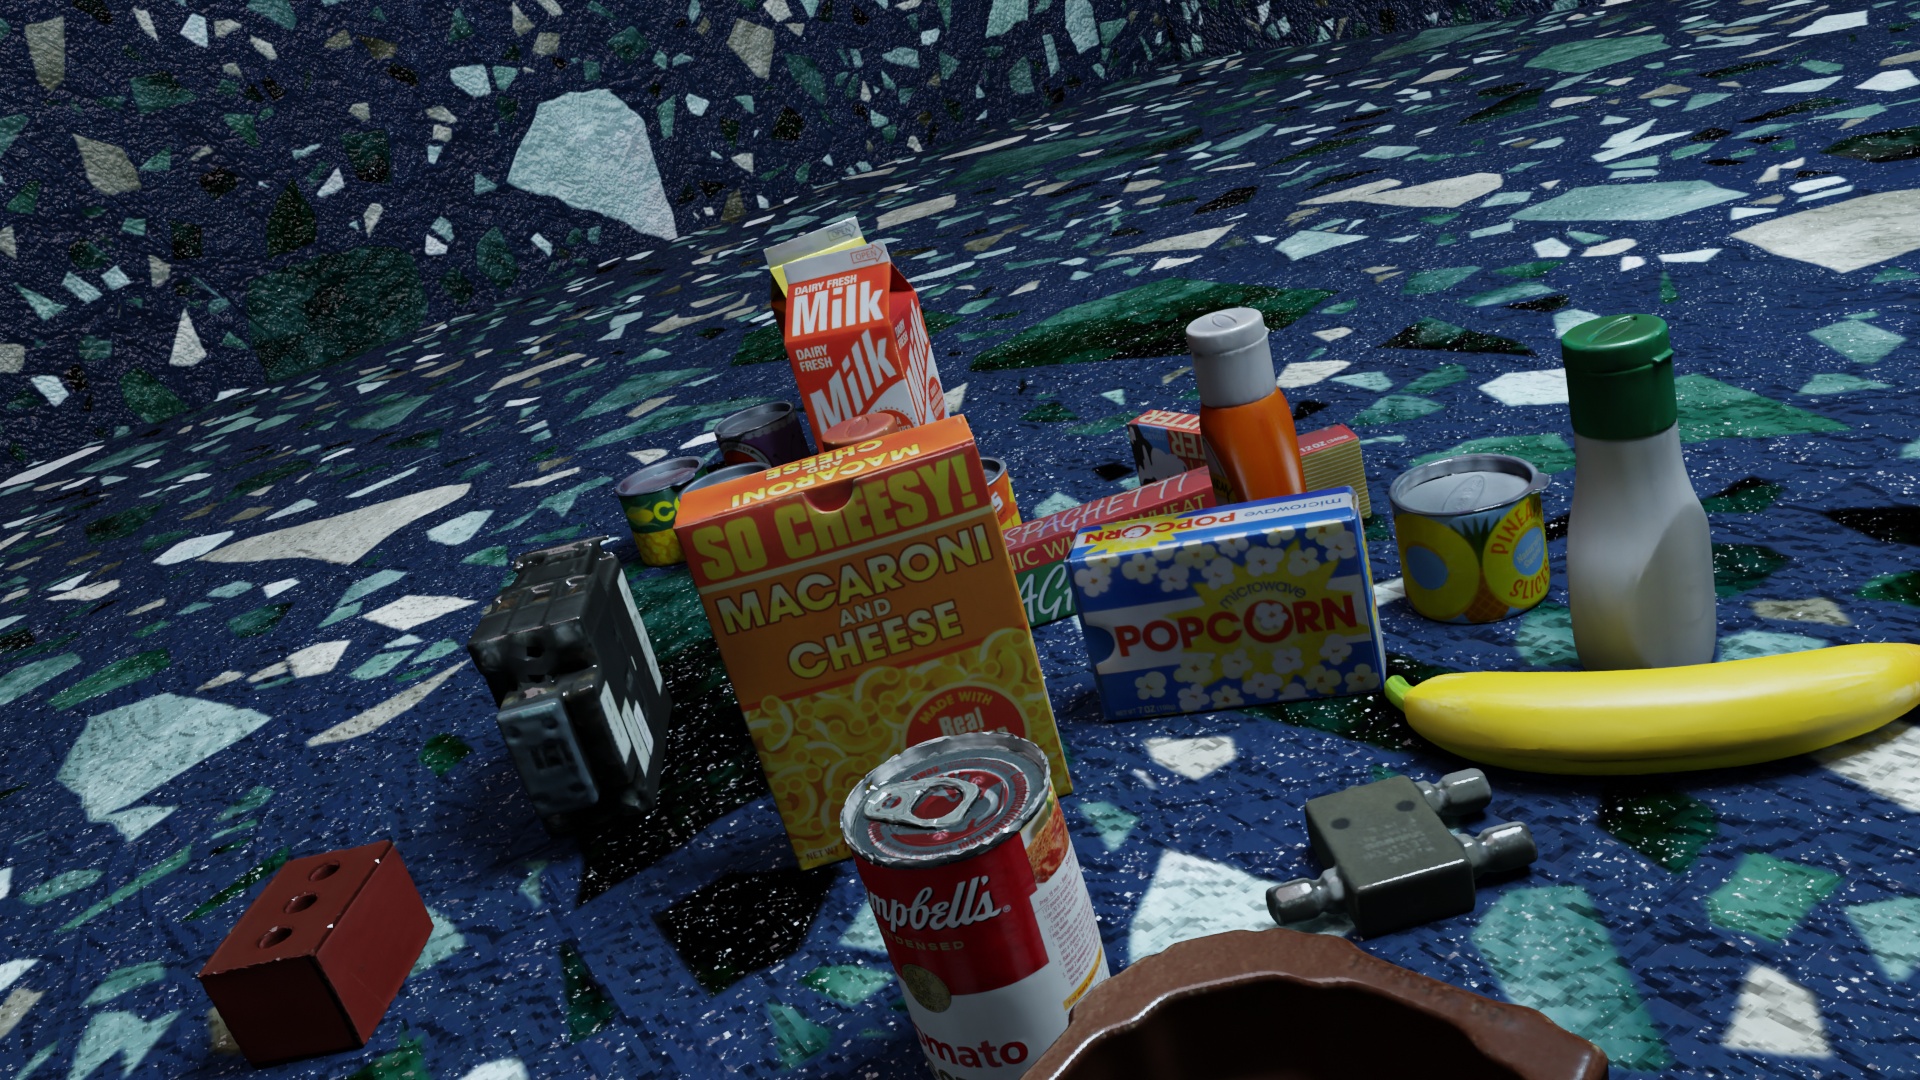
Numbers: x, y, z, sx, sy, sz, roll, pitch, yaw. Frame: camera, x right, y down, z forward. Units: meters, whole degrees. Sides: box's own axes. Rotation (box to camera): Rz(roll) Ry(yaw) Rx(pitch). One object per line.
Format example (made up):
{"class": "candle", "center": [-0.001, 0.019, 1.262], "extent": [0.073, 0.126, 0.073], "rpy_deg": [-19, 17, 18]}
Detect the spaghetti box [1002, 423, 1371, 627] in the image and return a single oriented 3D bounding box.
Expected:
{"class": "spaghetti box", "center": [0.099, -0.001, 0.753], "extent": [0.250, 0.050, 0.029], "rpy_deg": [-18, 22, -4]}

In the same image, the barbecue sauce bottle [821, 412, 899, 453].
{"class": "barbecue sauce bottle", "center": [-0.030, 0.012, 0.679], "extent": [0.043, 0.148, 0.065], "rpy_deg": [-12, 22, 12]}

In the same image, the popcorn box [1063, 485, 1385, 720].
{"class": "popcorn box", "center": [0.119, 0.029, 0.619], "extent": [0.126, 0.085, 0.038], "rpy_deg": [-9, 23, 17]}

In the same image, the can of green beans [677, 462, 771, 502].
{"class": "can of green beans", "center": [-0.152, -0.014, 0.948], "extent": [0.071, 0.057, 0.071], "rpy_deg": [-14, 22, 6]}

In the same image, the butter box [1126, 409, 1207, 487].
{"class": "butter box", "center": [0.147, -0.046, 0.823], "extent": [0.024, 0.053, 0.103], "rpy_deg": [-30, 25, -30]}

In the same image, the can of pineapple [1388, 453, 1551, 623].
{"class": "can of pineapple", "center": [0.239, -0.001, 0.646], "extent": [0.071, 0.057, 0.071], "rpy_deg": [-14, 22, 6]}

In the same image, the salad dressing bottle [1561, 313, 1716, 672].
{"class": "salad dressing bottle", "center": [0.261, -0.013, 0.539], "extent": [0.064, 0.147, 0.044], "rpy_deg": [-28, 24, -27]}

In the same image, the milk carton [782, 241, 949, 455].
{"class": "milk carton", "center": [-0.055, -0.094, 0.894], "extent": [0.072, 0.189, 0.074], "rpy_deg": [-10, 22, 16]}

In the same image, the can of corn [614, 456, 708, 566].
{"class": "can of corn", "center": [-0.206, -0.021, 1.001], "extent": [0.071, 0.058, 0.071], "rpy_deg": [-14, 22, 6]}

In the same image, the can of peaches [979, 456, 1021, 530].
{"class": "can of peaches", "center": [0.003, -0.010, 0.832], "extent": [0.071, 0.058, 0.071], "rpy_deg": [-14, 22, 6]}

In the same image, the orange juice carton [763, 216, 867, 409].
{"class": "orange juice carton", "center": [-0.077, -0.125, 0.981], "extent": [0.072, 0.192, 0.073], "rpy_deg": [-22, 22, -15]}

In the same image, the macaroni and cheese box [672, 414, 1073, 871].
{"class": "macaroni and cheese box", "center": [-0.033, 0.045, 0.579], "extent": [0.124, 0.165, 0.040], "rpy_deg": [-17, 21, 0]}

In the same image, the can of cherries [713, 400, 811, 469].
{"class": "can of cherries", "center": [-0.153, -0.069, 1.079], "extent": [0.071, 0.058, 0.072], "rpy_deg": [-14, 22, 6]}

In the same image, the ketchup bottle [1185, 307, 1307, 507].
{"class": "ketchup bottle", "center": [0.143, -0.038, 0.679], "extent": [0.043, 0.148, 0.065], "rpy_deg": [-17, 22, -2]}
